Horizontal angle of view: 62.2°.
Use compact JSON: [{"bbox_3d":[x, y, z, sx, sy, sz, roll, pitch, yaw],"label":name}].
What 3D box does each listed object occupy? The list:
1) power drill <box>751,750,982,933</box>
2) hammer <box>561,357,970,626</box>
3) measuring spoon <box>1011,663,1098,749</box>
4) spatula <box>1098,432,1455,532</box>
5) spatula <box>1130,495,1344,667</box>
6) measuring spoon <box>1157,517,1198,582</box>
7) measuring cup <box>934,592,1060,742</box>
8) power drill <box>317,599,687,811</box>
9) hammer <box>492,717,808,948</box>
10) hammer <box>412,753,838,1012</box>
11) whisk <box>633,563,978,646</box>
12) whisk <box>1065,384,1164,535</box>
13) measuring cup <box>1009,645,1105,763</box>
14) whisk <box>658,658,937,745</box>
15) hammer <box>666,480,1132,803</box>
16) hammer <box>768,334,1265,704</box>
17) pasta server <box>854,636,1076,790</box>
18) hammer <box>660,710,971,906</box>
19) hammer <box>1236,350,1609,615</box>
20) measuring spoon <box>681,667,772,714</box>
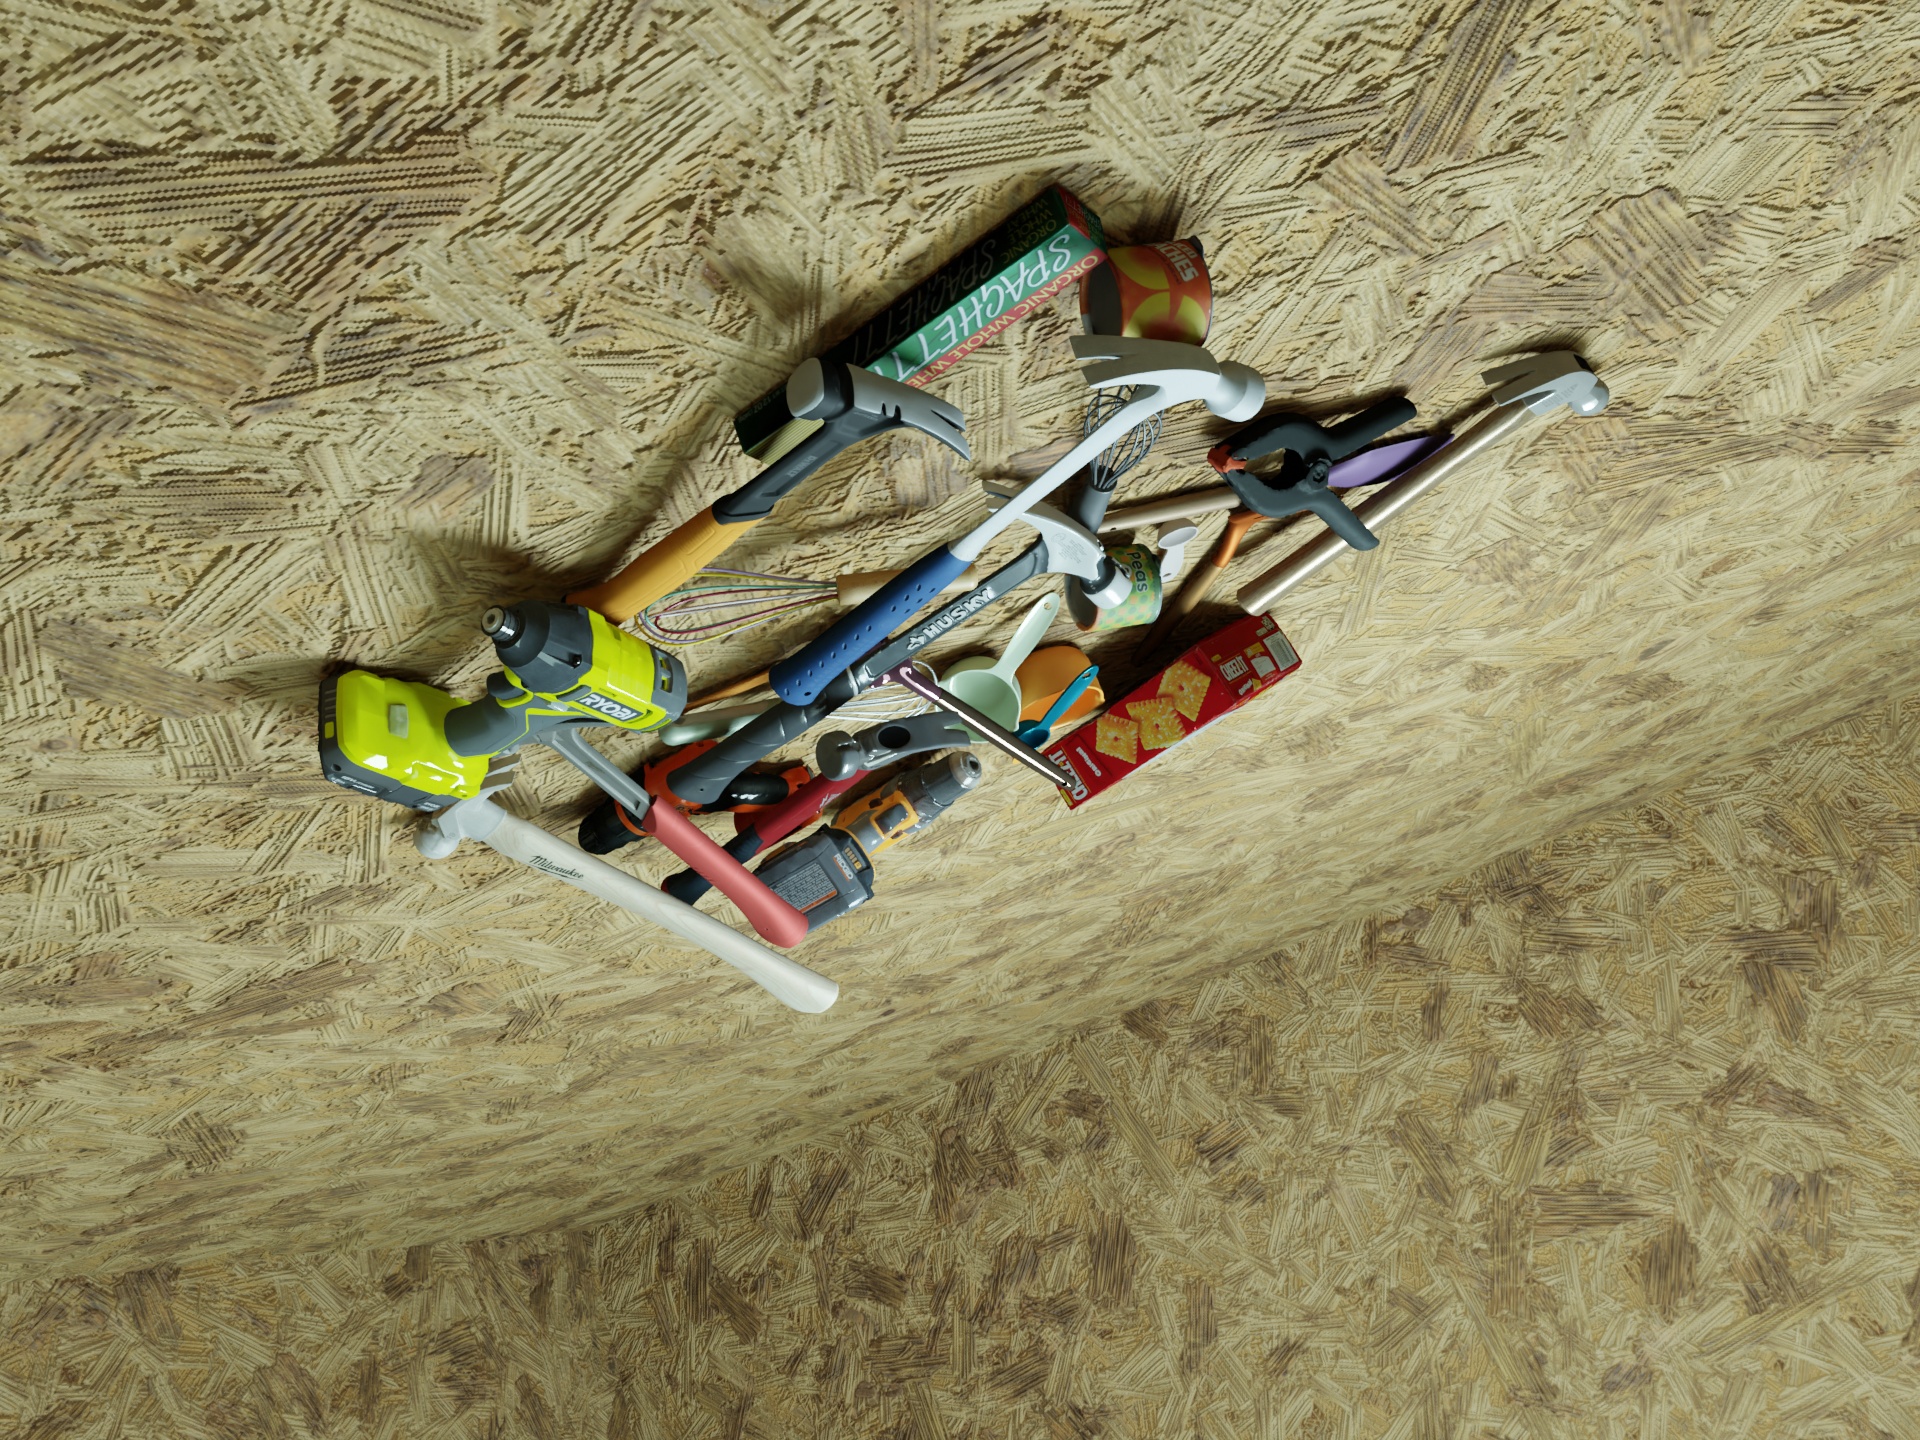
[{"bbox_3d":[-0.086,0.111,1.533,0.185,0.084,0.226,-31,-175,33],"label":"power drill"},{"bbox_3d":[-0.146,-0.125,1.013,0.127,0.034,0.337,9,154,-44],"label":"hammer"},{"bbox_3d":[0.081,-0.015,1.412,0.042,0.021,0.128,1,142,-40],"label":"measuring spoon"},{"bbox_3d":[0.251,-0.186,1.270,0.316,0.018,0.059,-14,157,-15],"label":"spatula"},{"bbox_3d":[0.216,-0.118,1.374,0.081,0.041,0.322,-11,158,-23],"label":"spatula"},{"bbox_3d":[0.174,-0.142,1.324,0.034,0.018,0.124,-17,165,-3],"label":"measuring spoon"},{"bbox_3d":[0.039,-0.054,1.388,0.083,0.038,0.167,29,119,-11],"label":"measuring cup"},{"bbox_3d":[-0.325,-0.015,1.093,0.223,0.080,0.171,-20,156,22],"label":"power drill"},{"bbox_3d":[-0.227,0.091,1.310,0.149,0.037,0.358,-9,142,29],"label":"hammer"},{"bbox_3d":[-0.268,0.160,1.410,0.410,0.038,0.146,33,132,-29],"label":"hammer"},{"bbox_3d":[-0.109,-0.086,1.131,0.245,0.047,0.051,-7,137,-7],"label":"whisk"},{"bbox_3d":[0.099,-0.175,1.144,0.055,0.055,0.239,-13,162,-13],"label":"whisk"},{"bbox_3d":[0.071,-0.014,1.493,0.095,0.052,0.173,-10,159,-20],"label":"measuring cup"},{"bbox_3d":[-0.133,-0.011,1.338,0.246,0.058,0.059,-10,122,-22],"label":"whisk"},{"bbox_3d":[-0.073,-0.043,1.238,0.409,0.036,0.149,-32,134,22],"label":"hammer"},{"bbox_3d":[0.003,-0.118,1.035,0.144,0.035,0.405,4,150,-46],"label":"hammer"},{"bbox_3d":[-0.002,-0.004,1.351,0.060,0.040,0.316,-36,132,25],"label":"pasta server"},{"bbox_3d":[-0.149,0.087,1.398,0.143,0.038,0.386,-12,164,-41],"label":"hammer"},{"bbox_3d":[0.362,-0.188,1.297,0.331,0.031,0.130,-37,154,28],"label":"hammer"},{"bbox_3d":[-0.188,-0.029,1.307,0.117,0.011,0.021,-22,166,0],"label":"measuring spoon"}]
